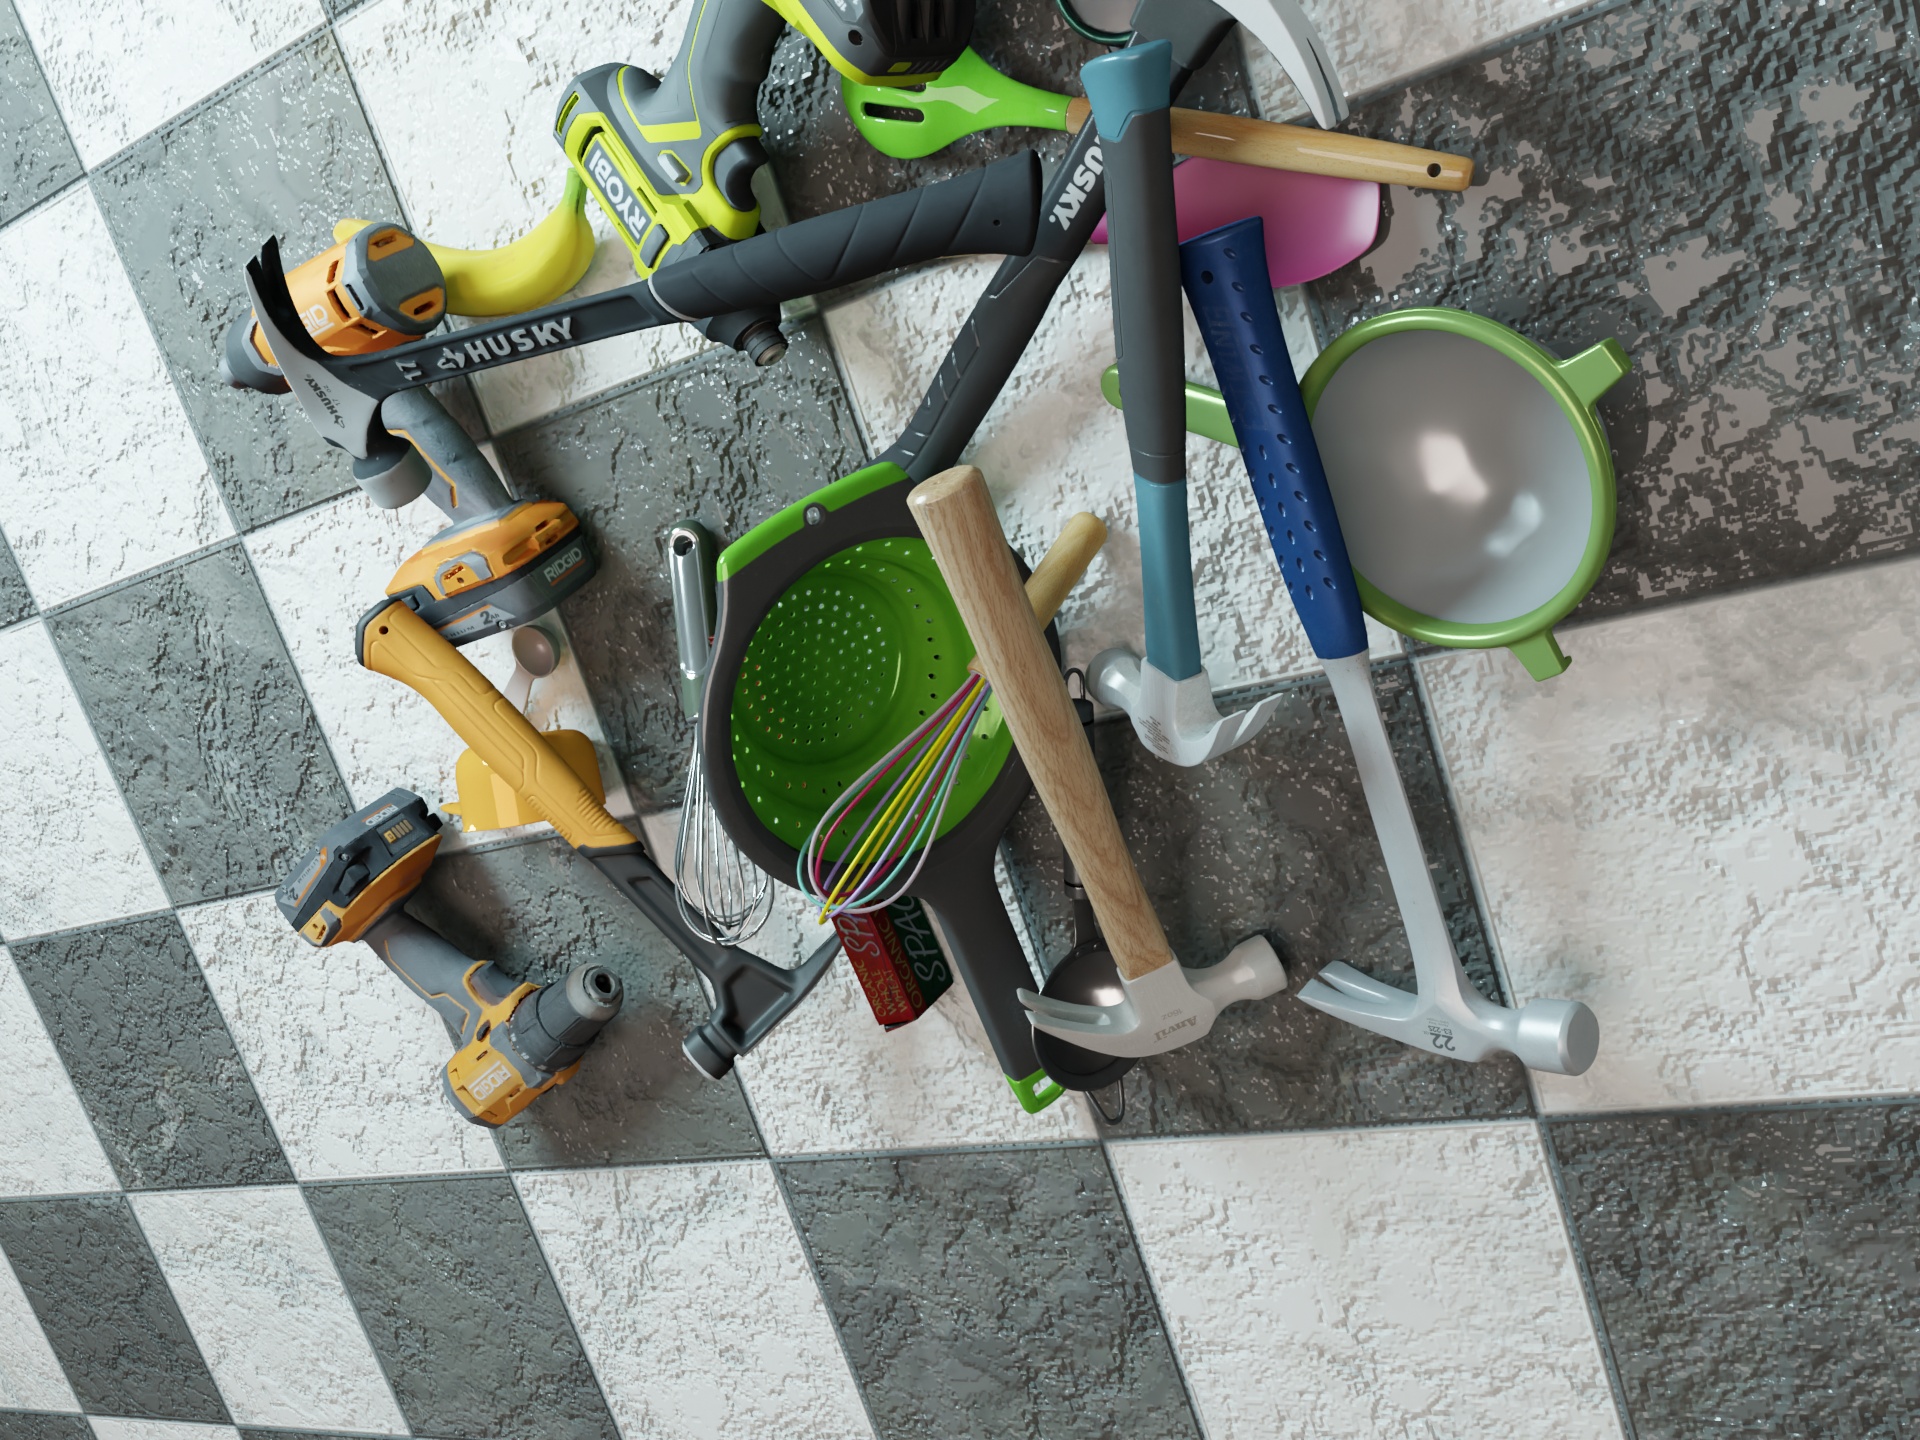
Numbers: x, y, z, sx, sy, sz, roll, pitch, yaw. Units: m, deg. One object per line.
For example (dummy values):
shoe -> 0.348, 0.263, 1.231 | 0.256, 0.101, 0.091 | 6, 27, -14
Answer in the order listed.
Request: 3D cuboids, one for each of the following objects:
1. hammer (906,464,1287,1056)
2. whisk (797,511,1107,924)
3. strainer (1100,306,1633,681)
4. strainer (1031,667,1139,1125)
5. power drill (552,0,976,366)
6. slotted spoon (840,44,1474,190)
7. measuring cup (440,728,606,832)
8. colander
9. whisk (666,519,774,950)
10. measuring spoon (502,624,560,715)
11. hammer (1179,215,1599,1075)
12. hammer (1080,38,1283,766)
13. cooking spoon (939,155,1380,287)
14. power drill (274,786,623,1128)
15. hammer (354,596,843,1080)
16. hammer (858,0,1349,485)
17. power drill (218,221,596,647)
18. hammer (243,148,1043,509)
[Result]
hammer -> 0.050, 0.032, 0.766 | 0.130, 0.031, 0.331 | -26, 116, -2
whisk -> -0.002, -0.002, 0.787 | 0.051, 0.047, 0.245 | 28, 78, 34
strainer -> 0.181, -0.130, 0.714 | 0.257, 0.069, 0.151 | 27, 135, 36
strainer -> 0.065, 0.094, 0.847 | 0.050, 0.087, 0.258 | 24, 123, 52
power drill -> -0.097, -0.292, 0.755 | 0.171, 0.080, 0.223 | 56, 136, 7
slotted spoon -> 0.074, -0.272, 0.718 | 0.314, 0.031, 0.070 | 18, 115, 22
measuring cup -> -0.296, 0.035, 1.017 | 0.174, 0.095, 0.052 | -1, 99, 48
colander -> -0.030, 0.050, 0.864 | 0.095, 0.204, 0.396 | 27, 144, 55
whisk -> -0.143, 0.007, 0.900 | 0.058, 0.059, 0.246 | -8, 84, 14
measuring spoon -> -0.281, -0.016, 1.020 | 0.034, 0.018, 0.124 | 40, 129, 8
hammer -> 0.170, -0.021, 0.719 | 0.144, 0.035, 0.405 | -1, 116, 49
hammer -> 0.084, -0.121, 0.691 | 0.128, 0.033, 0.330 | 43, 149, 50
cooking spoon -> 0.041, -0.235, 0.764 | 0.319, 0.017, 0.068 | 4, 98, 26
power drill -> -0.336, 0.155, 1.069 | 0.226, 0.084, 0.185 | 49, 127, -2
hammer -> -0.216, 0.052, 0.930 | 0.127, 0.034, 0.337 | -45, 95, -2
hammer -> 0.038, -0.206, 0.740 | 0.146, 0.035, 0.334 | 39, 130, 5
power drill -> -0.331, -0.155, 0.930 | 0.164, 0.084, 0.226 | -14, 113, 31
hammer -> -0.153, -0.201, 0.752 | 0.409, 0.036, 0.149 | -9, 134, 20
